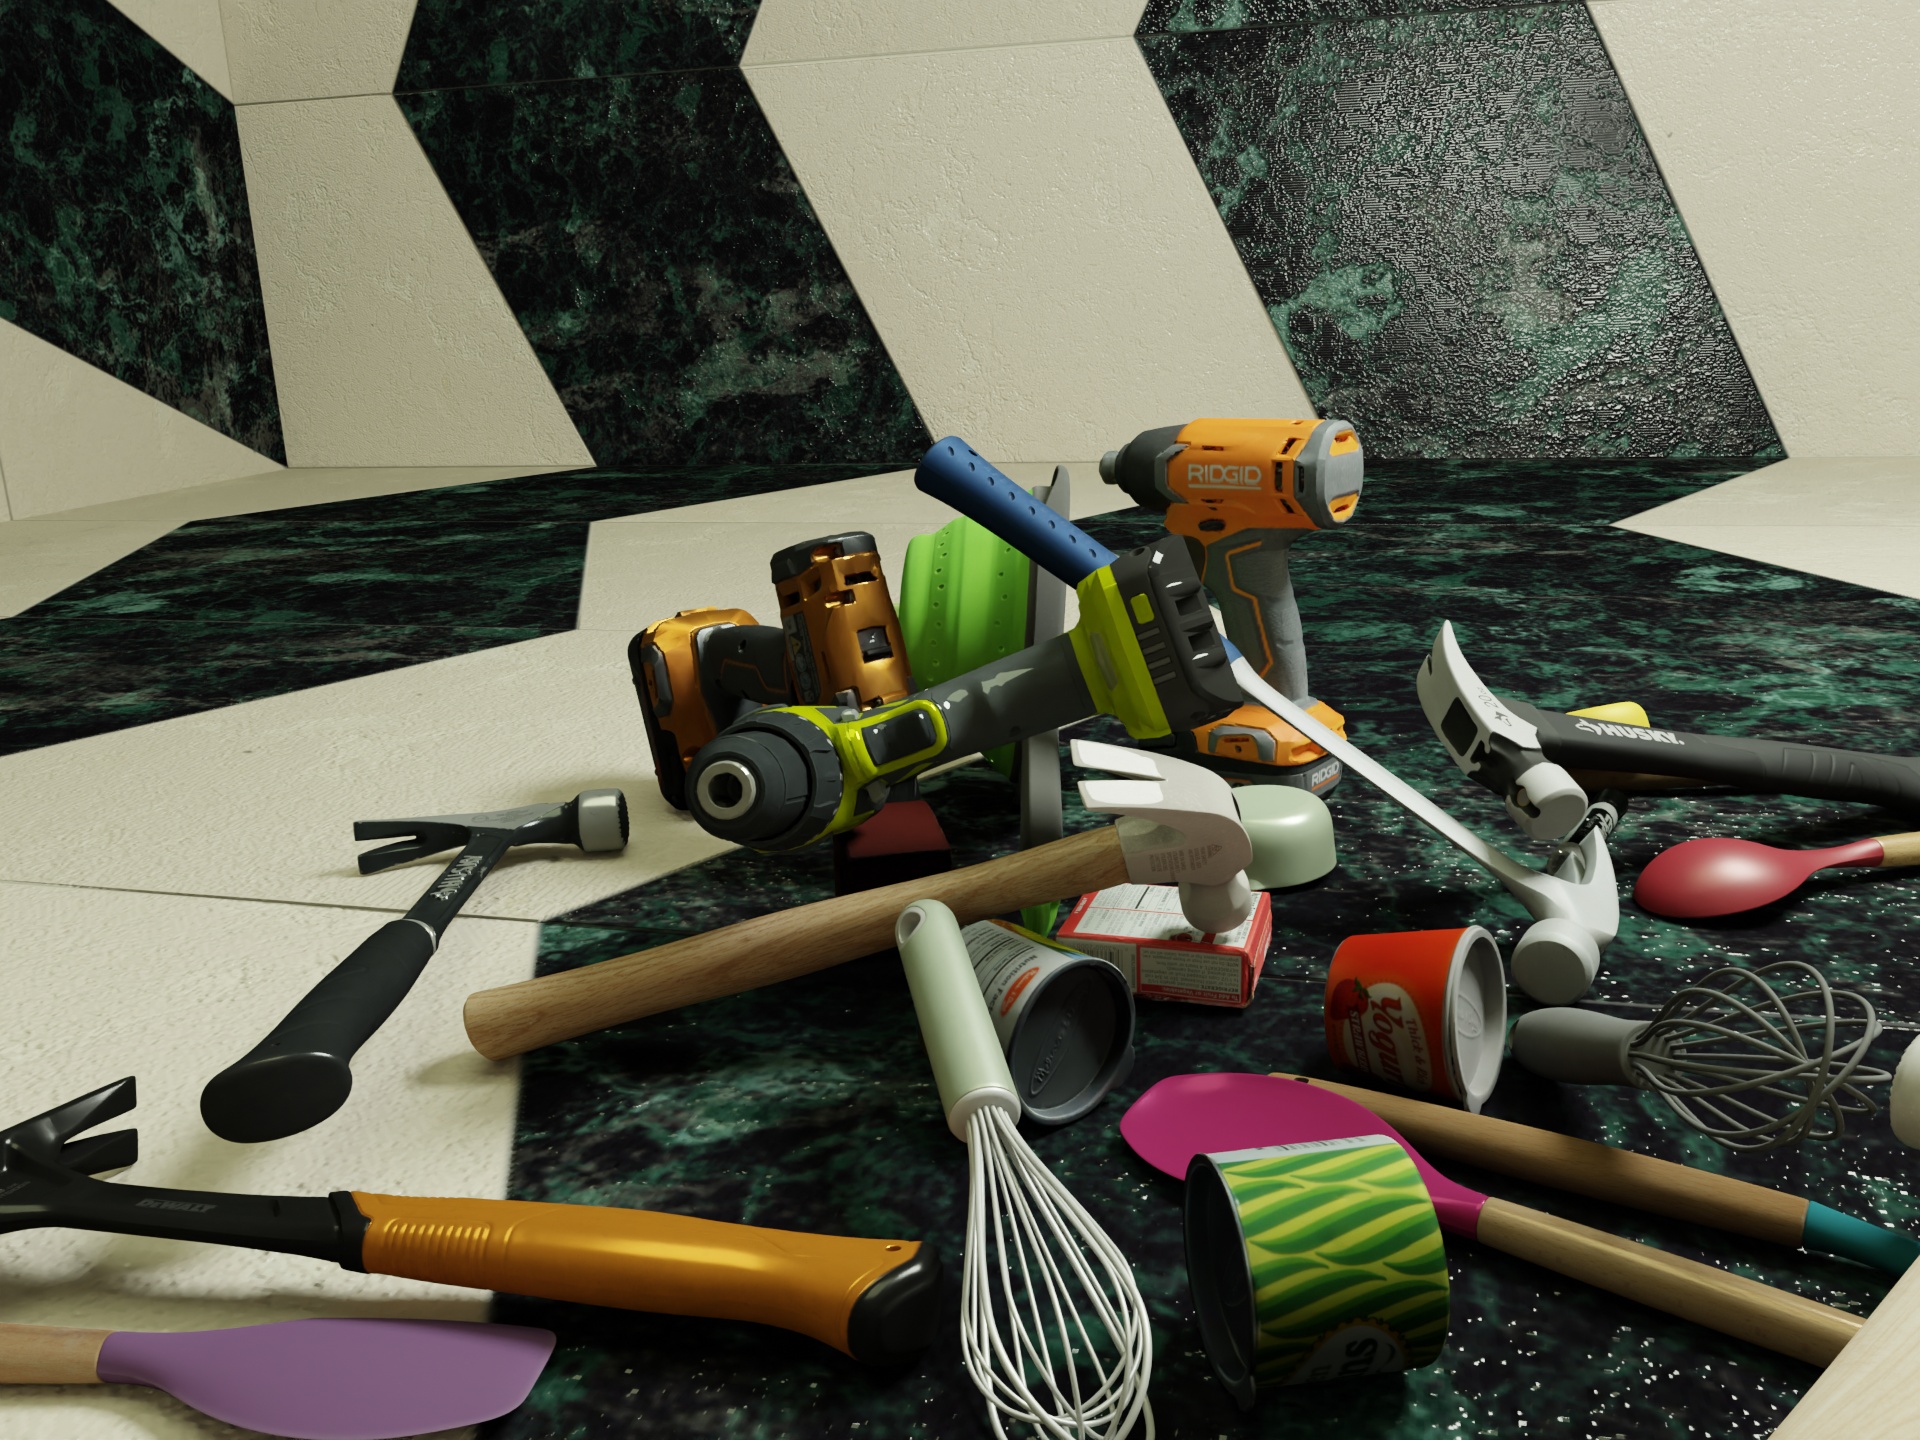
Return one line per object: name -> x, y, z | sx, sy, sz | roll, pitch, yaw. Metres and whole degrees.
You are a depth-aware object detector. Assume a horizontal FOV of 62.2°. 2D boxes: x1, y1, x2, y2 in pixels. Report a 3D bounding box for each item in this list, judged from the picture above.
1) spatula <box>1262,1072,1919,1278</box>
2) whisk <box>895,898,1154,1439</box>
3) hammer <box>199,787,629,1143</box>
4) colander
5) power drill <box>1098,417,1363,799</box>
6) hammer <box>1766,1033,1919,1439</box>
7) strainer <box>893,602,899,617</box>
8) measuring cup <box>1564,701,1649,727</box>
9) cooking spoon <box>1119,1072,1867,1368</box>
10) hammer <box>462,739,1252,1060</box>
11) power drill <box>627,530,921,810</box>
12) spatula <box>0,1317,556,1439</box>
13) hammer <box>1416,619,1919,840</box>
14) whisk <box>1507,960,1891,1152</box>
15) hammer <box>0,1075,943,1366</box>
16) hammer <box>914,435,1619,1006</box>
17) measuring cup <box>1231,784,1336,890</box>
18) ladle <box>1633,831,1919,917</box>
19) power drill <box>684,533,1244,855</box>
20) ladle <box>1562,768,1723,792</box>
spatula -> 0.249, 0.147, 0.520 | 0.318, 0.044, 0.082 | 7, 21, 33
whisk -> 0.011, 0.134, 0.516 | 0.059, 0.058, 0.247 | 32, 17, -27
hammer -> -0.252, 0.094, 0.727 | 0.149, 0.036, 0.409 | -5, 10, -3
colander -> 0.007, -0.012, 0.884 | 0.094, 0.204, 0.397 | 4, 31, 0
power drill -> 0.157, -0.070, 0.967 | 0.164, 0.226, 0.084 | 10, 19, 37
hammer -> 0.190, 0.180, 0.342 | 0.410, 0.038, 0.146 | -20, 20, -31
strainer -> -0.031, -0.054, 1.231 | 0.151, 0.069, 0.256 | 3, 16, 27
measuring cup -> 0.406, 0.004, 0.988 | 0.062, 0.029, 0.156 | -14, -5, 33
cooking spoon -> 0.191, 0.167, 0.503 | 0.319, 0.017, 0.069 | 10, 28, 38
hammer -> -0.044, 0.084, 0.654 | 0.331, 0.129, 0.031 | -15, 53, 3
power drill -> -0.100, 0.003, 0.921 | 0.084, 0.185, 0.226 | -14, 0, -37
spatula -> -0.281, 0.192, 0.478 | 0.316, 0.018, 0.060 | 0, 11, 6
hammer -> 0.391, 0.017, 0.835 | 0.334, 0.035, 0.146 | 6, 33, -22
whisk -> 0.228, 0.108, 0.526 | 0.055, 0.055, 0.239 | -2, -10, 0
hammer -> -0.171, 0.165, 0.513 | 0.337, 0.034, 0.127 | 3, 6, 10
hammer -> 0.145, -0.019, 0.789 | 0.406, 0.035, 0.144 | 38, 29, 16
measuring cup -> 0.119, 0.058, 0.864 | 0.167, 0.038, 0.083 | 2, 16, 20
ladle -> 0.488, 0.067, 0.811 | 0.315, 0.031, 0.069 | -4, 14, -13
power drill -> -0.001, -0.002, 0.681 | 0.228, 0.080, 0.190 | -20, -2, 7
ladle -> 0.487, 0.015, 0.940 | 0.320, 0.062, 0.078 | -4, 3, 4
